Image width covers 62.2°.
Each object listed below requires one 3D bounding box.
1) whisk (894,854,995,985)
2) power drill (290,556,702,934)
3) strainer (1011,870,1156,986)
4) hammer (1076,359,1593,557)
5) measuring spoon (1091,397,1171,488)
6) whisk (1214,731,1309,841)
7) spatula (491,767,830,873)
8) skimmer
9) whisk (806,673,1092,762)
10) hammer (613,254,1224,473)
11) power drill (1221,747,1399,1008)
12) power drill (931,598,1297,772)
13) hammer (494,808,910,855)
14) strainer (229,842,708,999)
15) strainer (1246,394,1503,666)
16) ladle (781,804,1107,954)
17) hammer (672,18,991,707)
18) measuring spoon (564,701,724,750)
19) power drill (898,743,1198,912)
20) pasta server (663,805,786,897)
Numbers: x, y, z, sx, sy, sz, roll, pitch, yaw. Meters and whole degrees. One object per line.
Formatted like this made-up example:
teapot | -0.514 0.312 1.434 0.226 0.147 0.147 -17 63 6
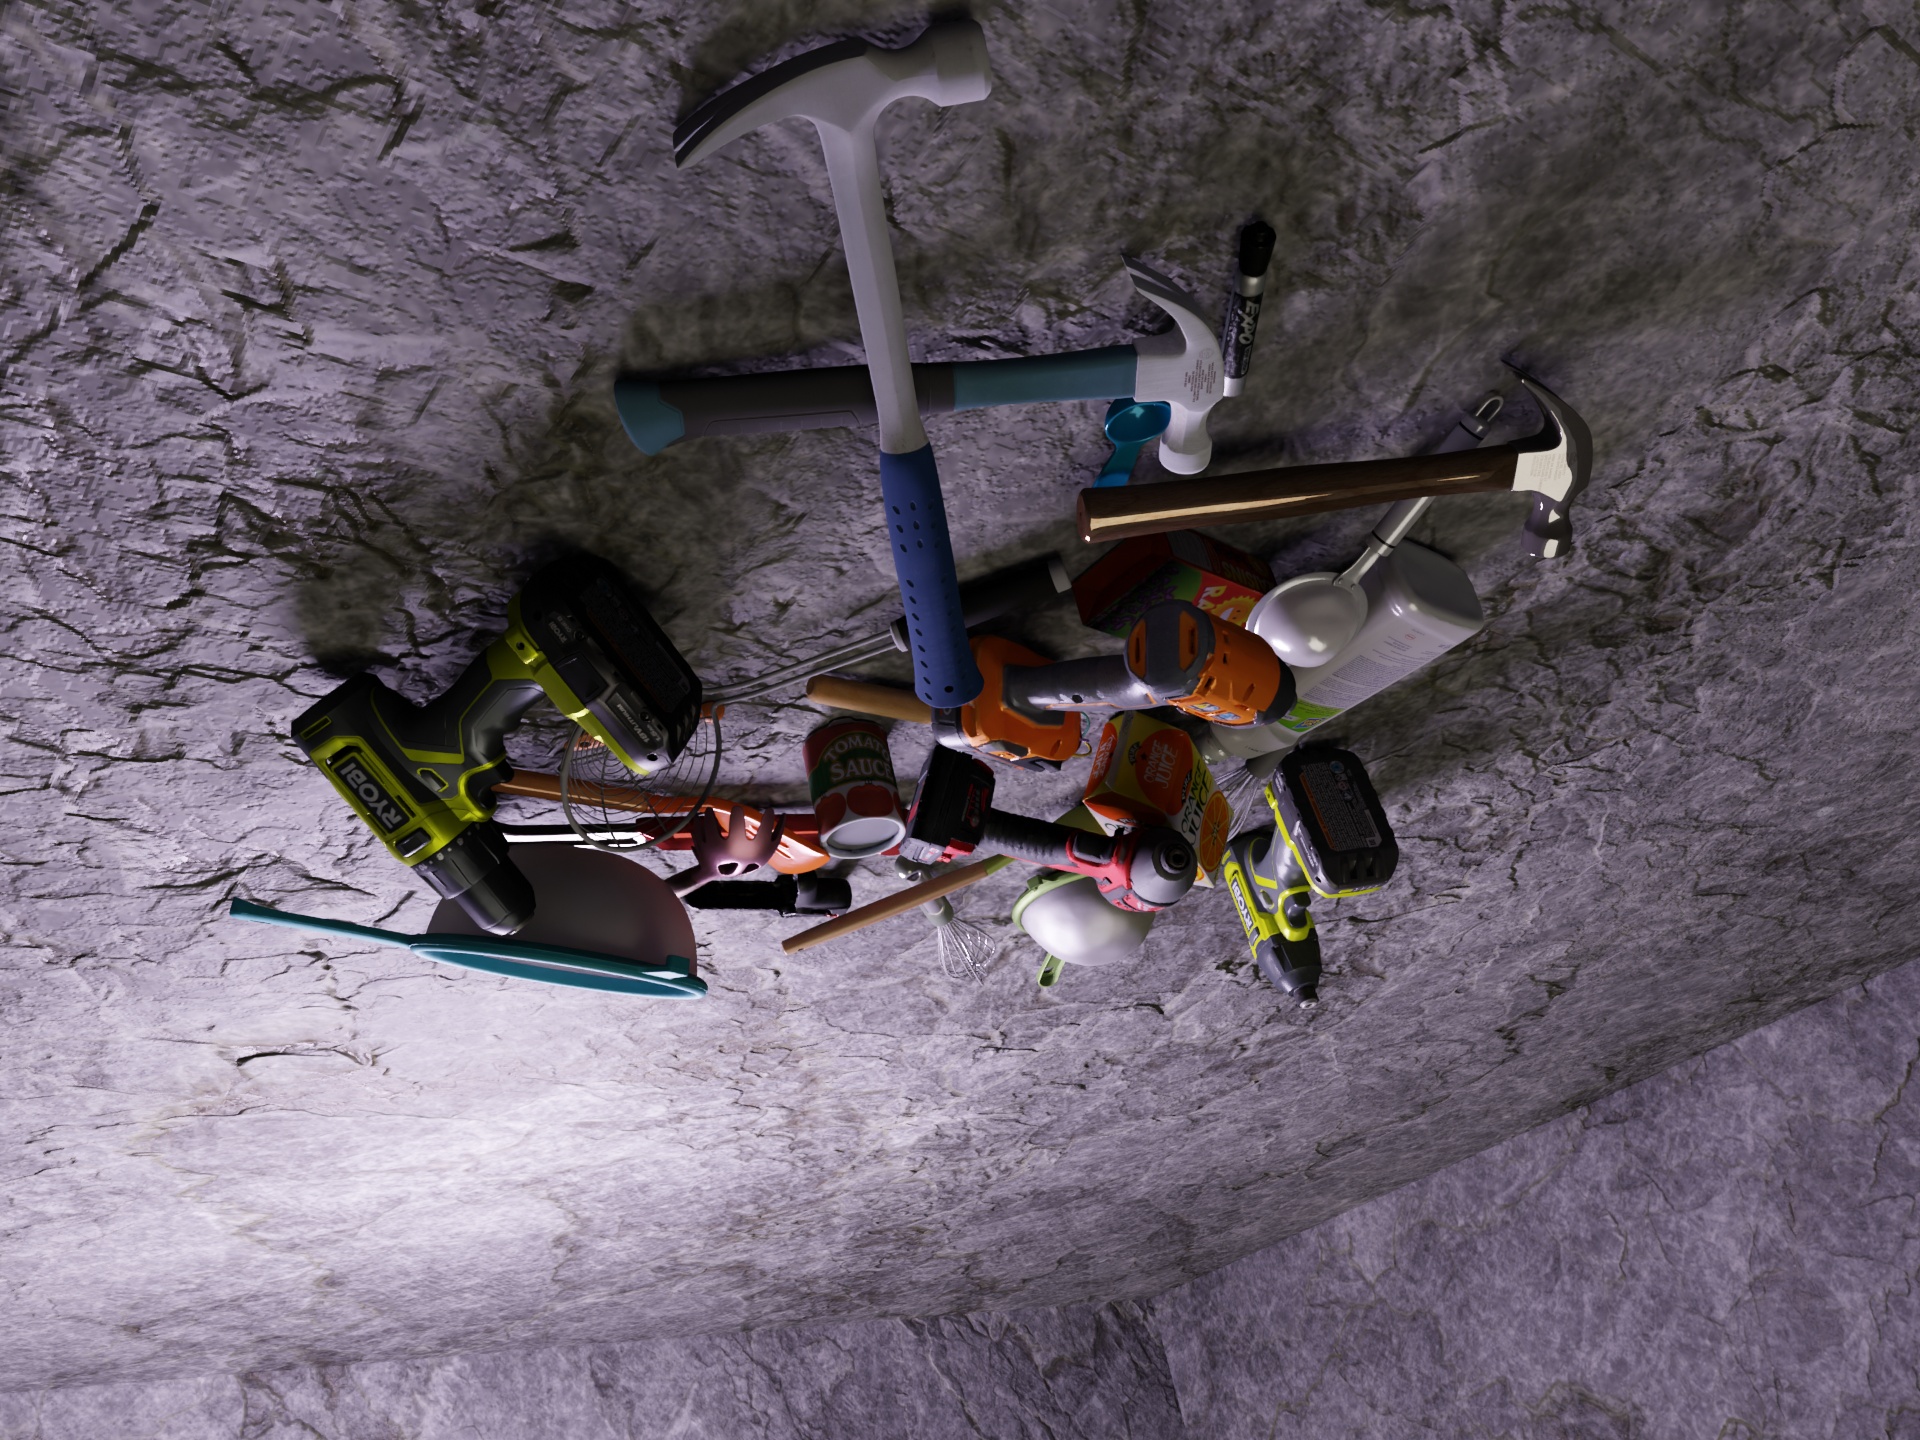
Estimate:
whisk | -0.016 0.185 1.480 0.058 0.059 0.246 -28 144 0
power drill | -0.276 0.021 0.987 0.228 0.080 0.190 -30 106 20
strainer | 0.119 0.227 1.582 0.151 0.069 0.256 -5 147 -16
hammer | 0.236 -0.149 0.997 0.331 0.031 0.130 -7 124 -7
measuring spoon | 0.096 -0.166 0.975 0.042 0.021 0.128 -6 158 -14
whisk | 0.250 0.037 1.351 0.055 0.055 0.238 3 141 -27
spatula | -0.249 0.064 1.134 0.322 0.041 0.081 12 161 -27
skimmer | -0.094 -0.017 1.061 0.363 0.090 0.127 -20 132 7
whisk | -0.001 -0.003 1.175 0.244 0.047 0.051 11 143 -31
hammer | -0.018 -0.179 0.863 0.331 0.033 0.128 -7 136 -7
power drill | 0.308 0.142 1.426 0.080 0.171 0.223 -7 146 -13
power drill | 0.111 -0.019 1.085 0.226 0.084 0.164 -10 162 39
hammer | -0.204 0.083 1.239 0.359 0.037 0.149 0 147 -23
strainer | -0.344 0.129 1.147 0.340 0.095 0.211 10 165 -4
strainer | 0.277 -0.113 1.070 0.086 0.050 0.258 19 122 -28
ladle | 0.001 0.148 1.371 0.320 0.062 0.078 -21 157 -4
hammer | -0.037 -0.153 0.835 0.144 0.035 0.405 -12 137 -1
measuring spoon | -0.223 0.008 1.127 0.117 0.011 0.021 -14 150 -1
power drill | 0.071 0.091 1.212 0.219 0.078 0.143 17 167 -5
pasta server | -0.198 0.109 1.176 0.060 0.040 0.316 6 165 -23
